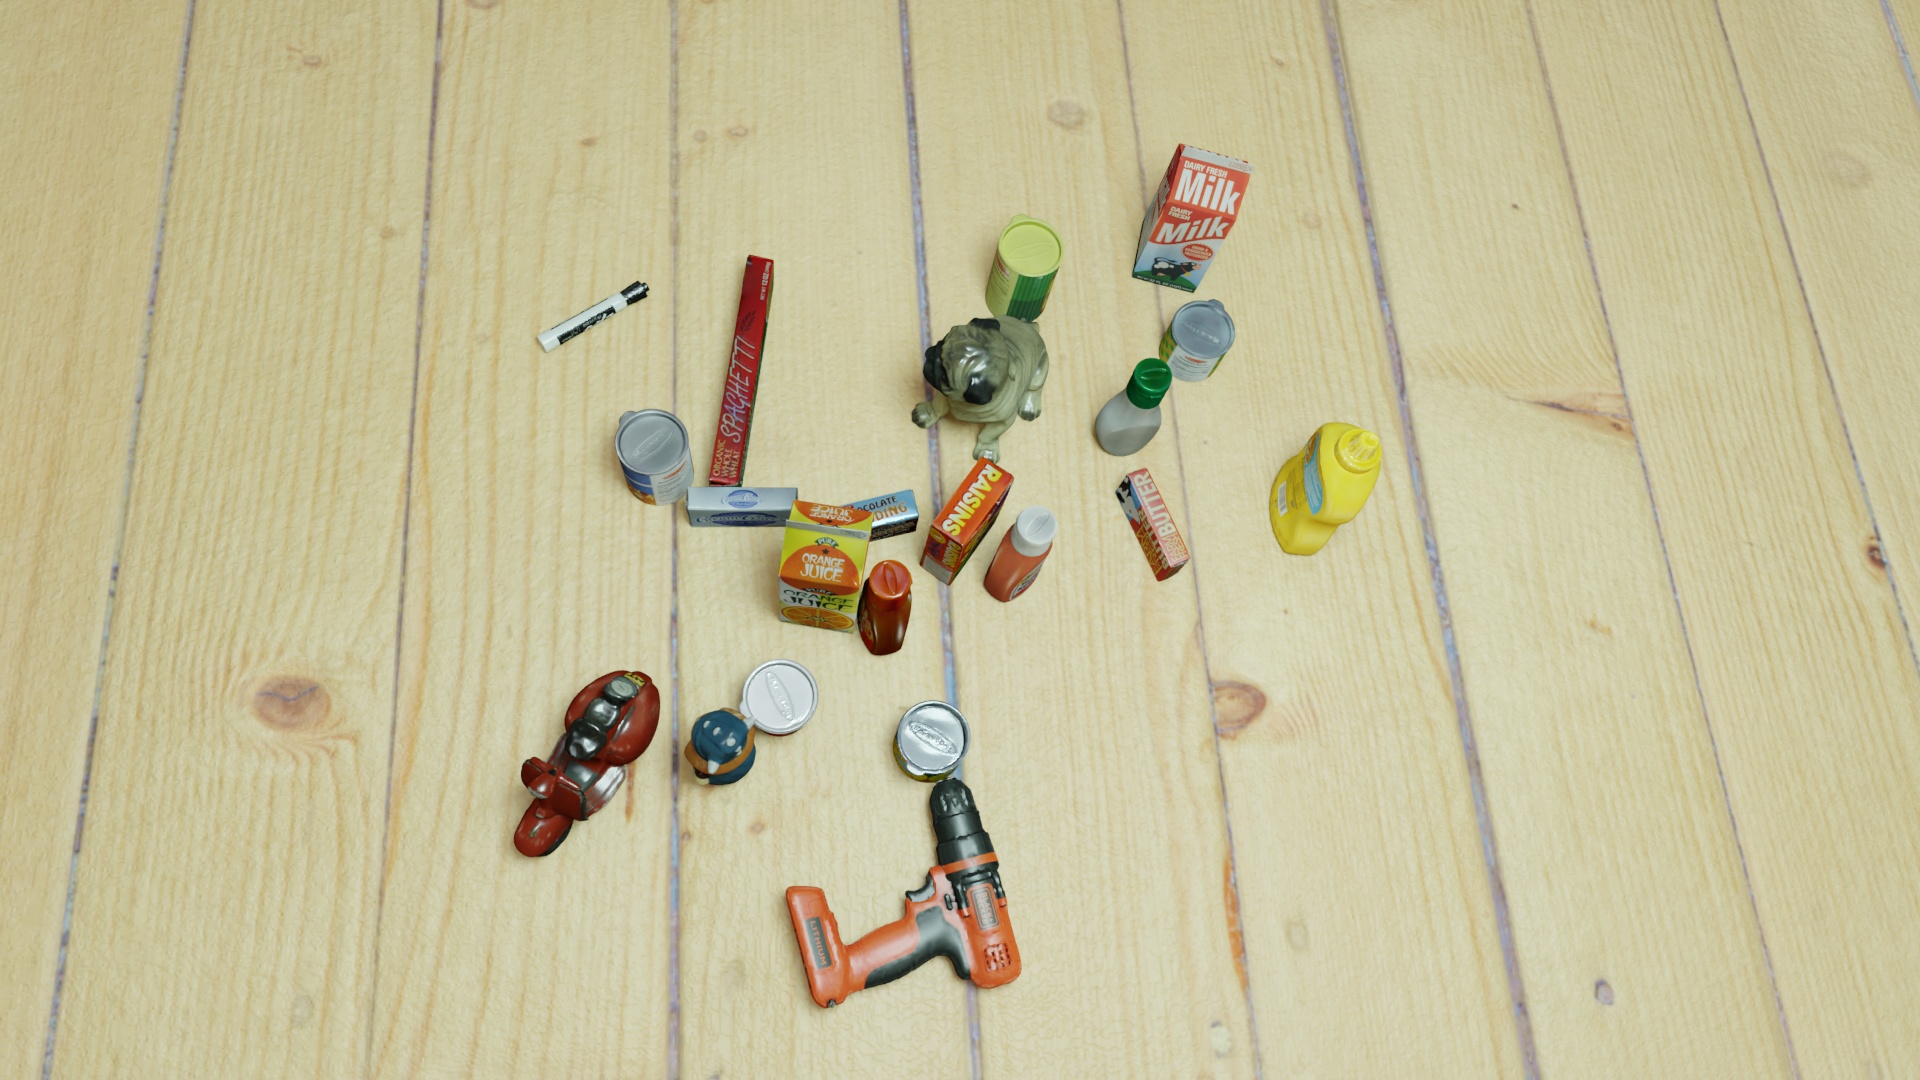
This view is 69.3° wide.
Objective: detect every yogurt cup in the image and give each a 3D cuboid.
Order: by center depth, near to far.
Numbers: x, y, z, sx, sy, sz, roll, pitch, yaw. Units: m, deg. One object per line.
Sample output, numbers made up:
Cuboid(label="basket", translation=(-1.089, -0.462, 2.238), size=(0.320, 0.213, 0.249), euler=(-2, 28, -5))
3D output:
Cuboid(label="yogurt cup", translation=(-0.163, 0.146, 1.256), size=(0.072, 0.053, 0.072), euler=(2, 70, -6))

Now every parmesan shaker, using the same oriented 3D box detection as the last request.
Cuboid(label="parmesan shaker", translation=(0.063, -0.273, 1.408), size=(0.071, 0.102, 0.071), euler=(2, 71, -6))

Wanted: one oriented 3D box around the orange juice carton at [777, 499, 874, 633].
Cuboid(label="orange juice carton", translation=(-0.120, 0.019, 1.233), size=(0.072, 0.192, 0.073), euler=(10, 70, -3))

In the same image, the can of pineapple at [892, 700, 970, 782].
Cuboid(label="can of pineapple", translation=(-0.028, 0.184, 1.257), size=(0.071, 0.057, 0.071), euler=(2, 70, -6))

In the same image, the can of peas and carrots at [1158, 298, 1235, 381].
Cuboid(label="can of peas and carrots", translation=(0.243, -0.206, 1.430), size=(0.071, 0.058, 0.071), euler=(2, 70, -6))

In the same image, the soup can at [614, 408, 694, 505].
Cuboid(label="soup can", translation=(-0.288, -0.079, 1.305), size=(0.071, 0.083, 0.071), euler=(2, 71, -6))

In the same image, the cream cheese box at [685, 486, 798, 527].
Cuboid(label="cream cheese box", translation=(-0.206, -0.031, 1.315), size=(0.104, 0.053, 0.024), euler=(0, 71, -7))

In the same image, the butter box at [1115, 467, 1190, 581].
Cuboid(label="butter box", translation=(0.188, -0.015, 1.358), size=(0.024, 0.053, 0.103), euler=(-20, 74, -13))

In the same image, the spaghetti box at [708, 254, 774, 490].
Cuboid(label="spaghetti box", translation=(-0.213, -0.159, 1.361), size=(0.029, 0.050, 0.251), euler=(7, 70, -4))

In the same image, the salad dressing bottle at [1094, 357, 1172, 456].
Cuboid(label="salad dressing bottle", translation=(0.170, -0.129, 1.346), size=(0.064, 0.147, 0.044), euler=(-8, 72, -10))

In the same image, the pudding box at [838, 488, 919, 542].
Cuboid(label="pudding box", translation=(-0.083, -0.020, 1.328), size=(0.084, 0.049, 0.030), euler=(-14, 73, -11))

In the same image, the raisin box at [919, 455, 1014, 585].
Cuboid(label="raisin box", translation=(0.005, -0.016, 1.298), size=(0.040, 0.123, 0.086), euler=(35, 70, 6))

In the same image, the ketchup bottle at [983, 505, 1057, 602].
Cuboid(label="ketchup bottle", translation=(0.058, 0.009, 1.282), size=(0.043, 0.148, 0.065), euler=(41, 71, 8))

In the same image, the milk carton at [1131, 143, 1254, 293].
Cuboid(label="milk carton", translation=(0.235, -0.334, 1.404), size=(0.072, 0.190, 0.074), euler=(14, 70, -2))

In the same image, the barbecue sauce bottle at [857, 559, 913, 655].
Cuboid(label="barbecue sauce bottle", translation=(-0.067, 0.056, 1.250), size=(0.044, 0.148, 0.065), euler=(-11, 73, -10))
